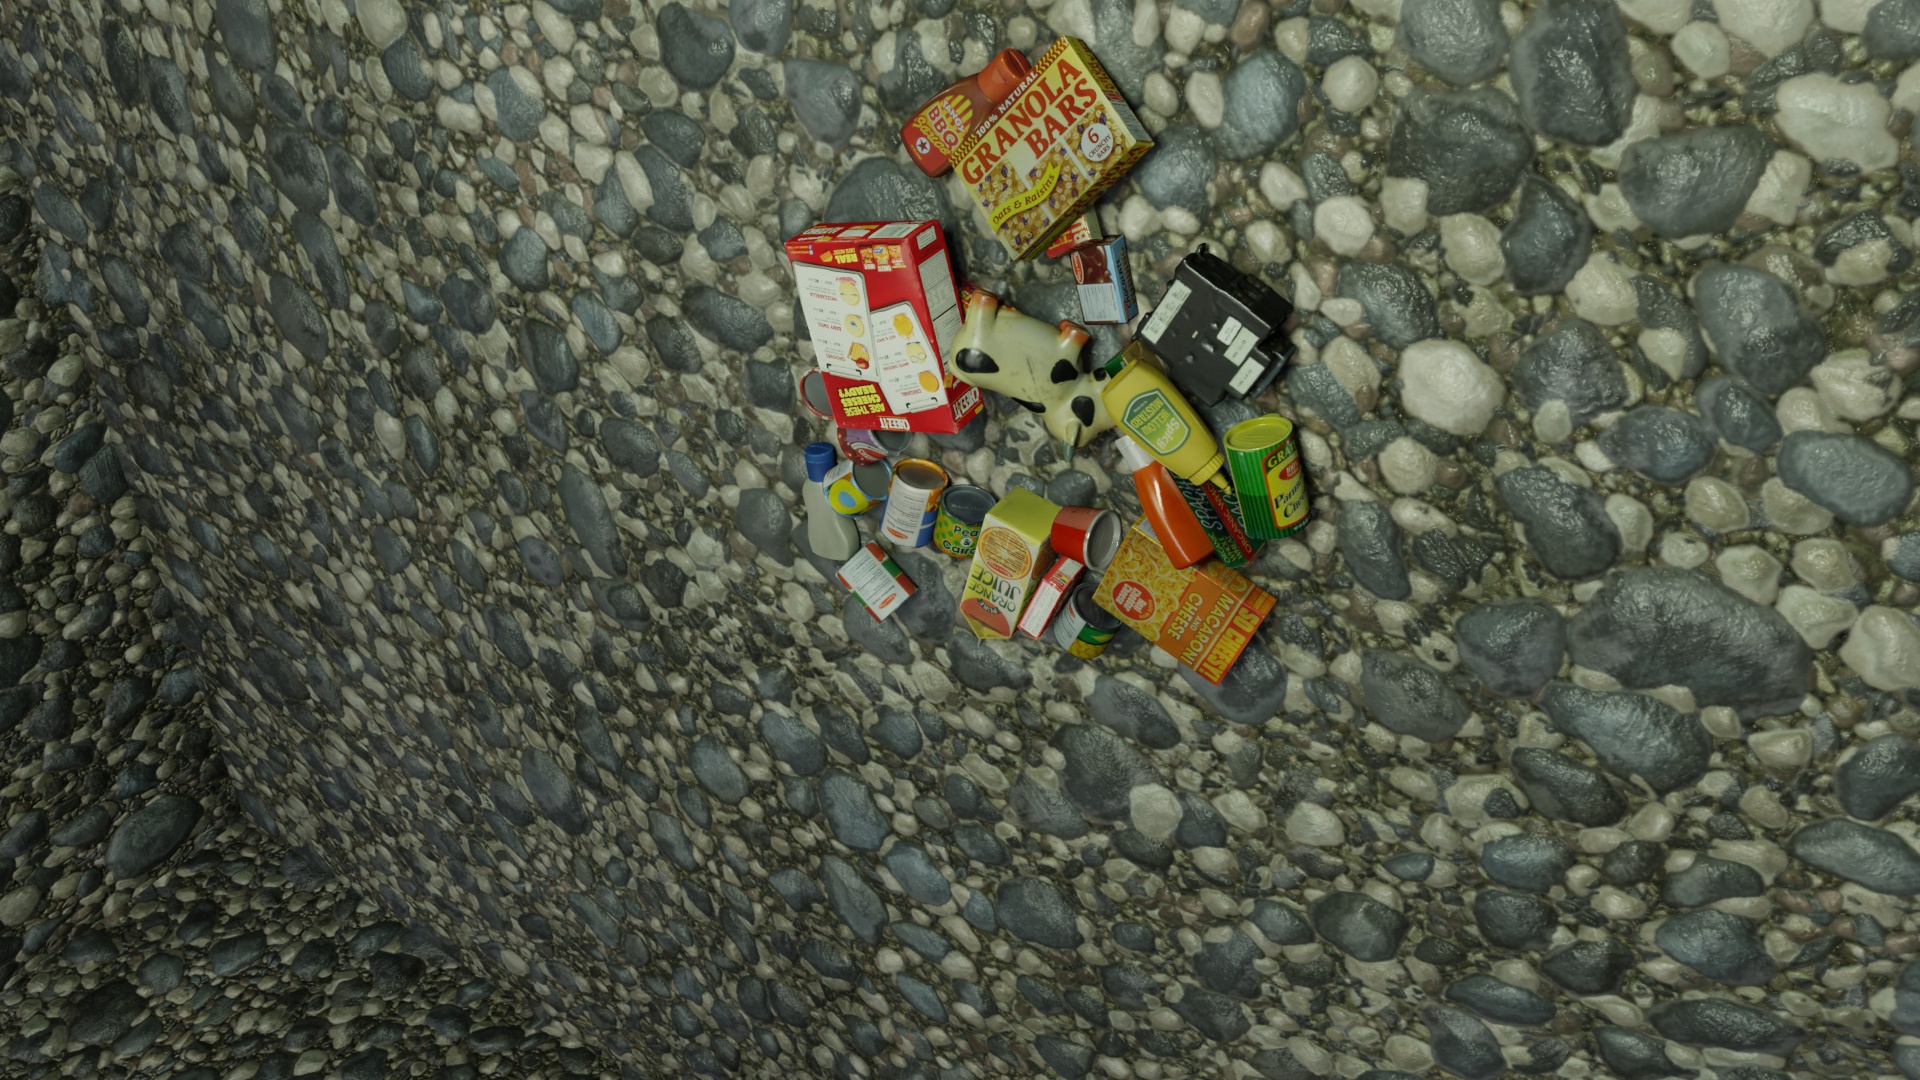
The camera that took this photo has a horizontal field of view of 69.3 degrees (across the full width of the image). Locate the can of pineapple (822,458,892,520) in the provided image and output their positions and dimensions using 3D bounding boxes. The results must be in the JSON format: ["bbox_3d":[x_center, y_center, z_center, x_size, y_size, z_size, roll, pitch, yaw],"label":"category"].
[{"bbox_3d":[-0.119,-0.065,1.645,0.057,0.071,0.071,-28,101,44],"label":"can of pineapple"}]

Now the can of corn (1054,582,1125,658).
[{"bbox_3d":[0.148,0.091,1.560,0.071,0.071,0.058,37,135,9],"label":"can of corn"}]

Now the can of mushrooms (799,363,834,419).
[{"bbox_3d":[-0.154,-0.176,1.617,0.071,0.034,0.070,19,130,24],"label":"can of mushrooms"}]

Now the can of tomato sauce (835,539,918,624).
[{"bbox_3d":[-0.104,0.051,1.716,0.083,0.071,0.071,48,135,-1],"label":"can of tomato sauce"}]

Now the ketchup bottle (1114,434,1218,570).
[{"bbox_3d":[0.211,-0.047,1.421,0.148,0.065,0.043,60,147,-1],"label":"ketchup bottle"}]

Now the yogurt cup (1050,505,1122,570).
[{"bbox_3d":[0.134,-0.006,1.503,0.054,0.073,0.072,17,129,36],"label":"yogurt cup"}]

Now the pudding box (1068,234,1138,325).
[{"bbox_3d":[0.139,-0.253,1.350,0.049,0.030,0.083,4,122,36],"label":"pudding box"}]

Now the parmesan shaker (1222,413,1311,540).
[{"bbox_3d":[0.299,-0.061,1.341,0.071,0.072,0.102,1,124,36],"label":"parmesan shaker"}]

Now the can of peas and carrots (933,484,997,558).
[{"bbox_3d":[0.006,-0.020,1.582,0.071,0.071,0.058,29,133,17],"label":"can of peas and carrots"}]

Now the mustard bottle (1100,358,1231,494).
[{"bbox_3d":[0.206,-0.101,1.330,0.160,0.049,0.065,44,111,-6],"label":"mustard bottle"}]

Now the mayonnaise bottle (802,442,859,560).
[{"bbox_3d":[-0.163,-0.048,1.708,0.065,0.041,0.147,13,126,29],"label":"mayonnaise bottle"}]

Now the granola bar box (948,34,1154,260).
[{"bbox_3d":[0.081,-0.357,1.275,0.165,0.039,0.124,-39,77,36],"label":"granola bar box"}]

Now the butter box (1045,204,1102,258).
[{"bbox_3d":[0.096,-0.324,1.314,0.053,0.024,0.103,-14,92,40],"label":"butter box"}]

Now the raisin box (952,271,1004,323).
[{"bbox_3d":[-0.022,-0.241,1.470,0.123,0.040,0.085,32,133,15],"label":"raisin box"}]

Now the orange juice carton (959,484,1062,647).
[{"bbox_3d":[0.057,0.039,1.584,0.073,0.072,0.191,29,133,17],"label":"orange juice carton"}]

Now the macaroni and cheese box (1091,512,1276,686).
[{"bbox_3d":[0.238,0.063,1.490,0.166,0.040,0.123,35,134,12],"label":"macaroni and cheese box"}]

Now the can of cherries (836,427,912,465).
[{"bbox_3d":[-0.099,-0.122,1.587,0.058,0.072,0.071,-19,107,43],"label":"can of cherries"}]

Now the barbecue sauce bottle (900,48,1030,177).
[{"bbox_3d":[0.007,-0.411,1.327,0.148,0.044,0.065,-30,95,44],"label":"barbecue sauce bottle"}]

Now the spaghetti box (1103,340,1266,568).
[{"bbox_3d":[0.226,-0.086,1.388,0.028,0.050,0.249,-23,105,45],"label":"spaghetti box"}]

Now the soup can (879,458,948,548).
[{"bbox_3d":[-0.053,-0.045,1.611,0.071,0.072,0.083,29,128,17],"label":"soup can"}]
